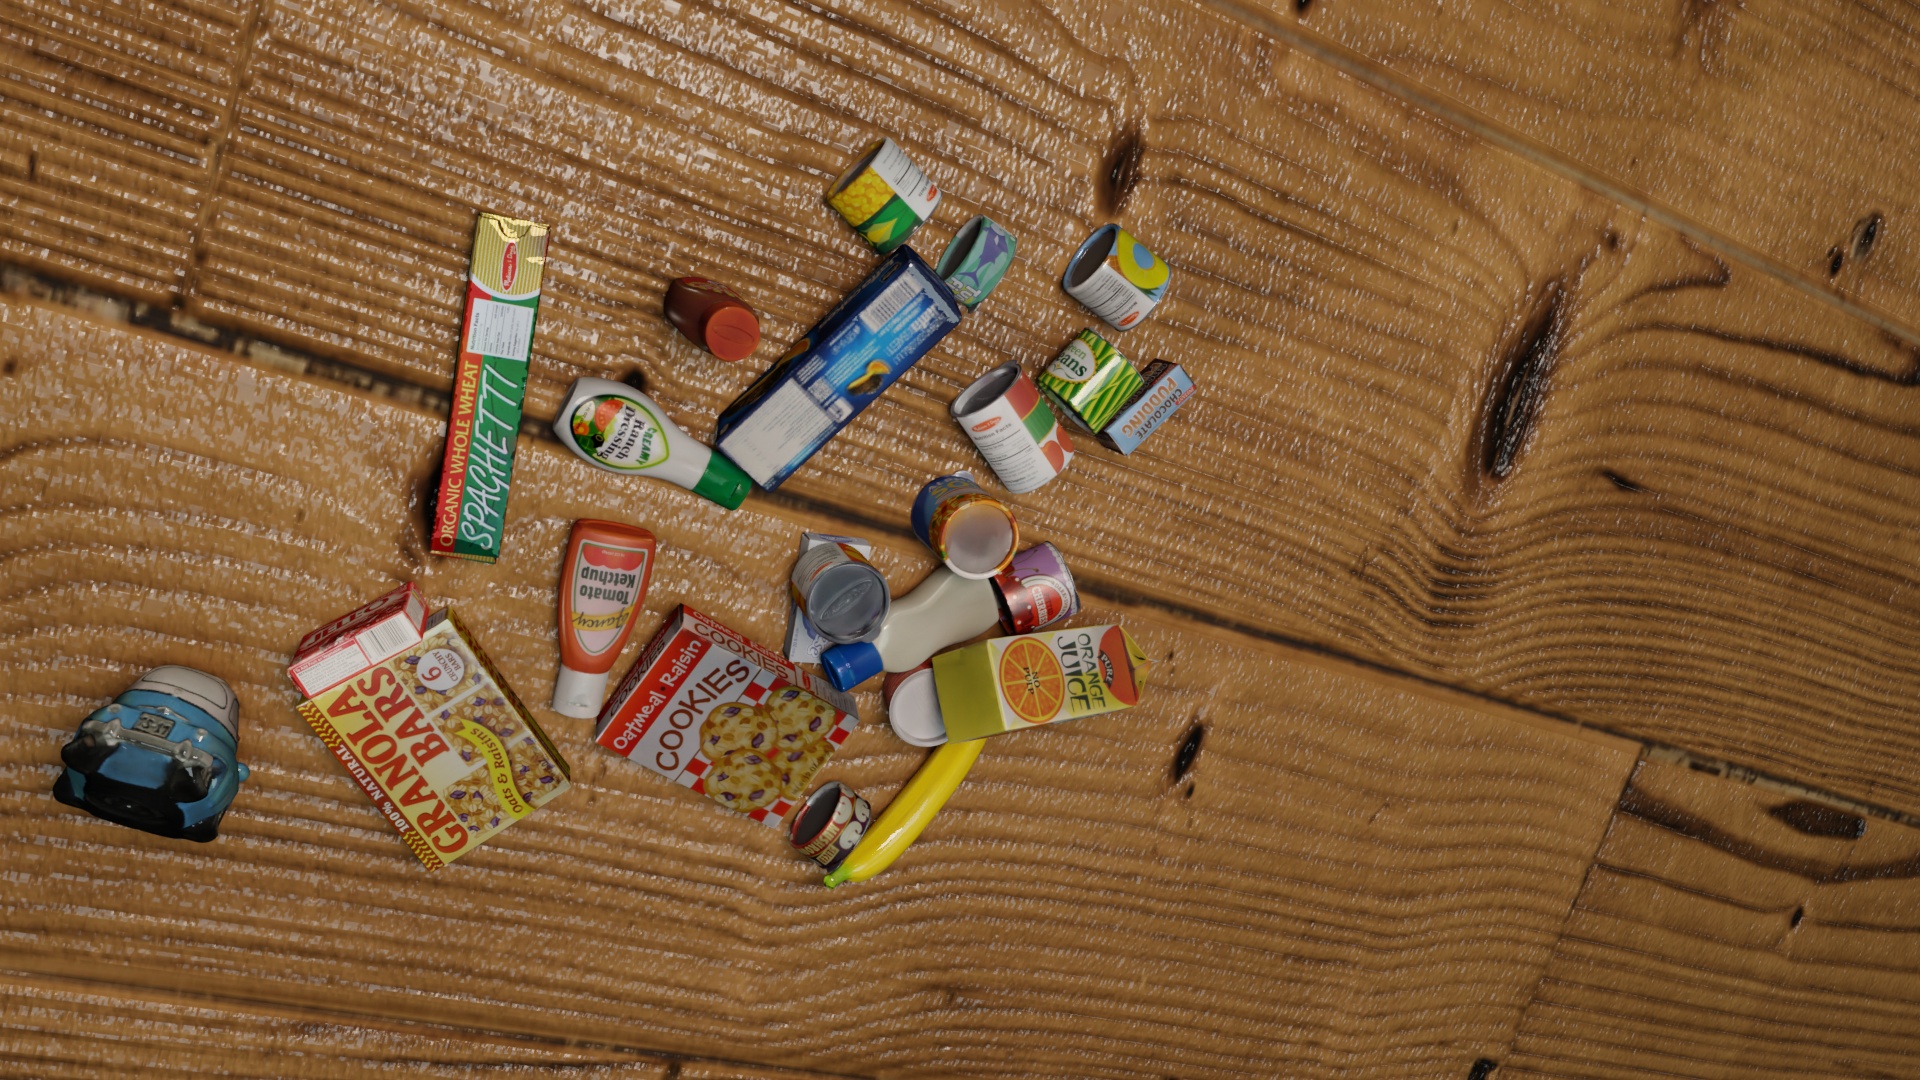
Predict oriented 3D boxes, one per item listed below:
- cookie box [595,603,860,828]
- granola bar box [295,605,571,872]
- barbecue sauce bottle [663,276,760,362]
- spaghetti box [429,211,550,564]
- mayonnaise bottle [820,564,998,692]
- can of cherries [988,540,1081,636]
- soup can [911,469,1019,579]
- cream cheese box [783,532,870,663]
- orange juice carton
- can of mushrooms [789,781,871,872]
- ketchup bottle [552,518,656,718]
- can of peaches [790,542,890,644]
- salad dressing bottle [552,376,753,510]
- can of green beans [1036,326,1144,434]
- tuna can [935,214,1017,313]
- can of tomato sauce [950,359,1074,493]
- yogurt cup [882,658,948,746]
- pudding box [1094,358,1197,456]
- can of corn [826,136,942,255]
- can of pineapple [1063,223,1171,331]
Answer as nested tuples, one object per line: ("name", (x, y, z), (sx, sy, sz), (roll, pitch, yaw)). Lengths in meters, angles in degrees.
("cookie box", (-0.184, 0.141, 1.099), (0.167, 0.040, 0.122), (32, 105, -23))
("granola bar box", (-0.392, 0.150, 1.045), (0.124, 0.039, 0.165), (-32, 112, -8))
("barbecue sauce bottle", (-0.170, -0.154, 0.973), (0.065, 0.149, 0.043), (17, 100, -21))
("spaghetti box", (-0.339, -0.107, 0.996), (0.050, 0.029, 0.249), (8, 102, -20))
("mayonnaise bottle", (-0.041, 0.072, 1.122), (0.148, 0.041, 0.064), (-28, 116, -21))
("can of cherries", (0.058, 0.042, 1.145), (0.058, 0.071, 0.071), (-21, 111, -11))
("soup can", (0.004, -0.014, 1.105), (0.071, 0.084, 0.071), (-5, 106, -17))
("cream cheese box", (-0.107, 0.047, 1.118), (0.053, 0.024, 0.103), (6, 103, -21))
("orange juice carton", (0.076, 0.114, 1.138), (0.193, 0.071, 0.073), (-3, 77, -42))
("can of mushrooms", (-0.108, 0.235, 1.145), (0.033, 0.071, 0.071), (42, 90, -22))
("ketchup bottle", (-0.277, 0.060, 1.055), (0.065, 0.043, 0.148), (11, 102, -21))
("can of peaches", (-0.092, 0.041, 1.075), (0.071, 0.058, 0.071), (-6, 107, -18))
("salad dressing bottle", (-0.226, -0.069, 1.035), (0.147, 0.044, 0.064), (27, 97, -23))
("can of green beans", (0.104, -0.128, 1.115), (0.058, 0.071, 0.071), (-46, 113, -1))
("tuna can", (0.010, -0.211, 1.060), (0.033, 0.071, 0.071), (31, 94, -22))
("can of tomato sauce", (0.043, -0.090, 1.107), (0.071, 0.071, 0.083), (-39, 113, -4))
("yogurt cup", (-0.032, 0.130, 1.149), (0.072, 0.054, 0.072), (-5, 106, -17))
("pudding box", (0.149, -0.110, 1.144), (0.084, 0.050, 0.030), (-43, 112, -3))
("can of corn", (-0.058, -0.254, 1.029), (0.071, 0.071, 0.058), (-47, 113, -1))
("can of pineapple", (0.124, -0.210, 1.101), (0.058, 0.071, 0.071), (33, 93, -23))
